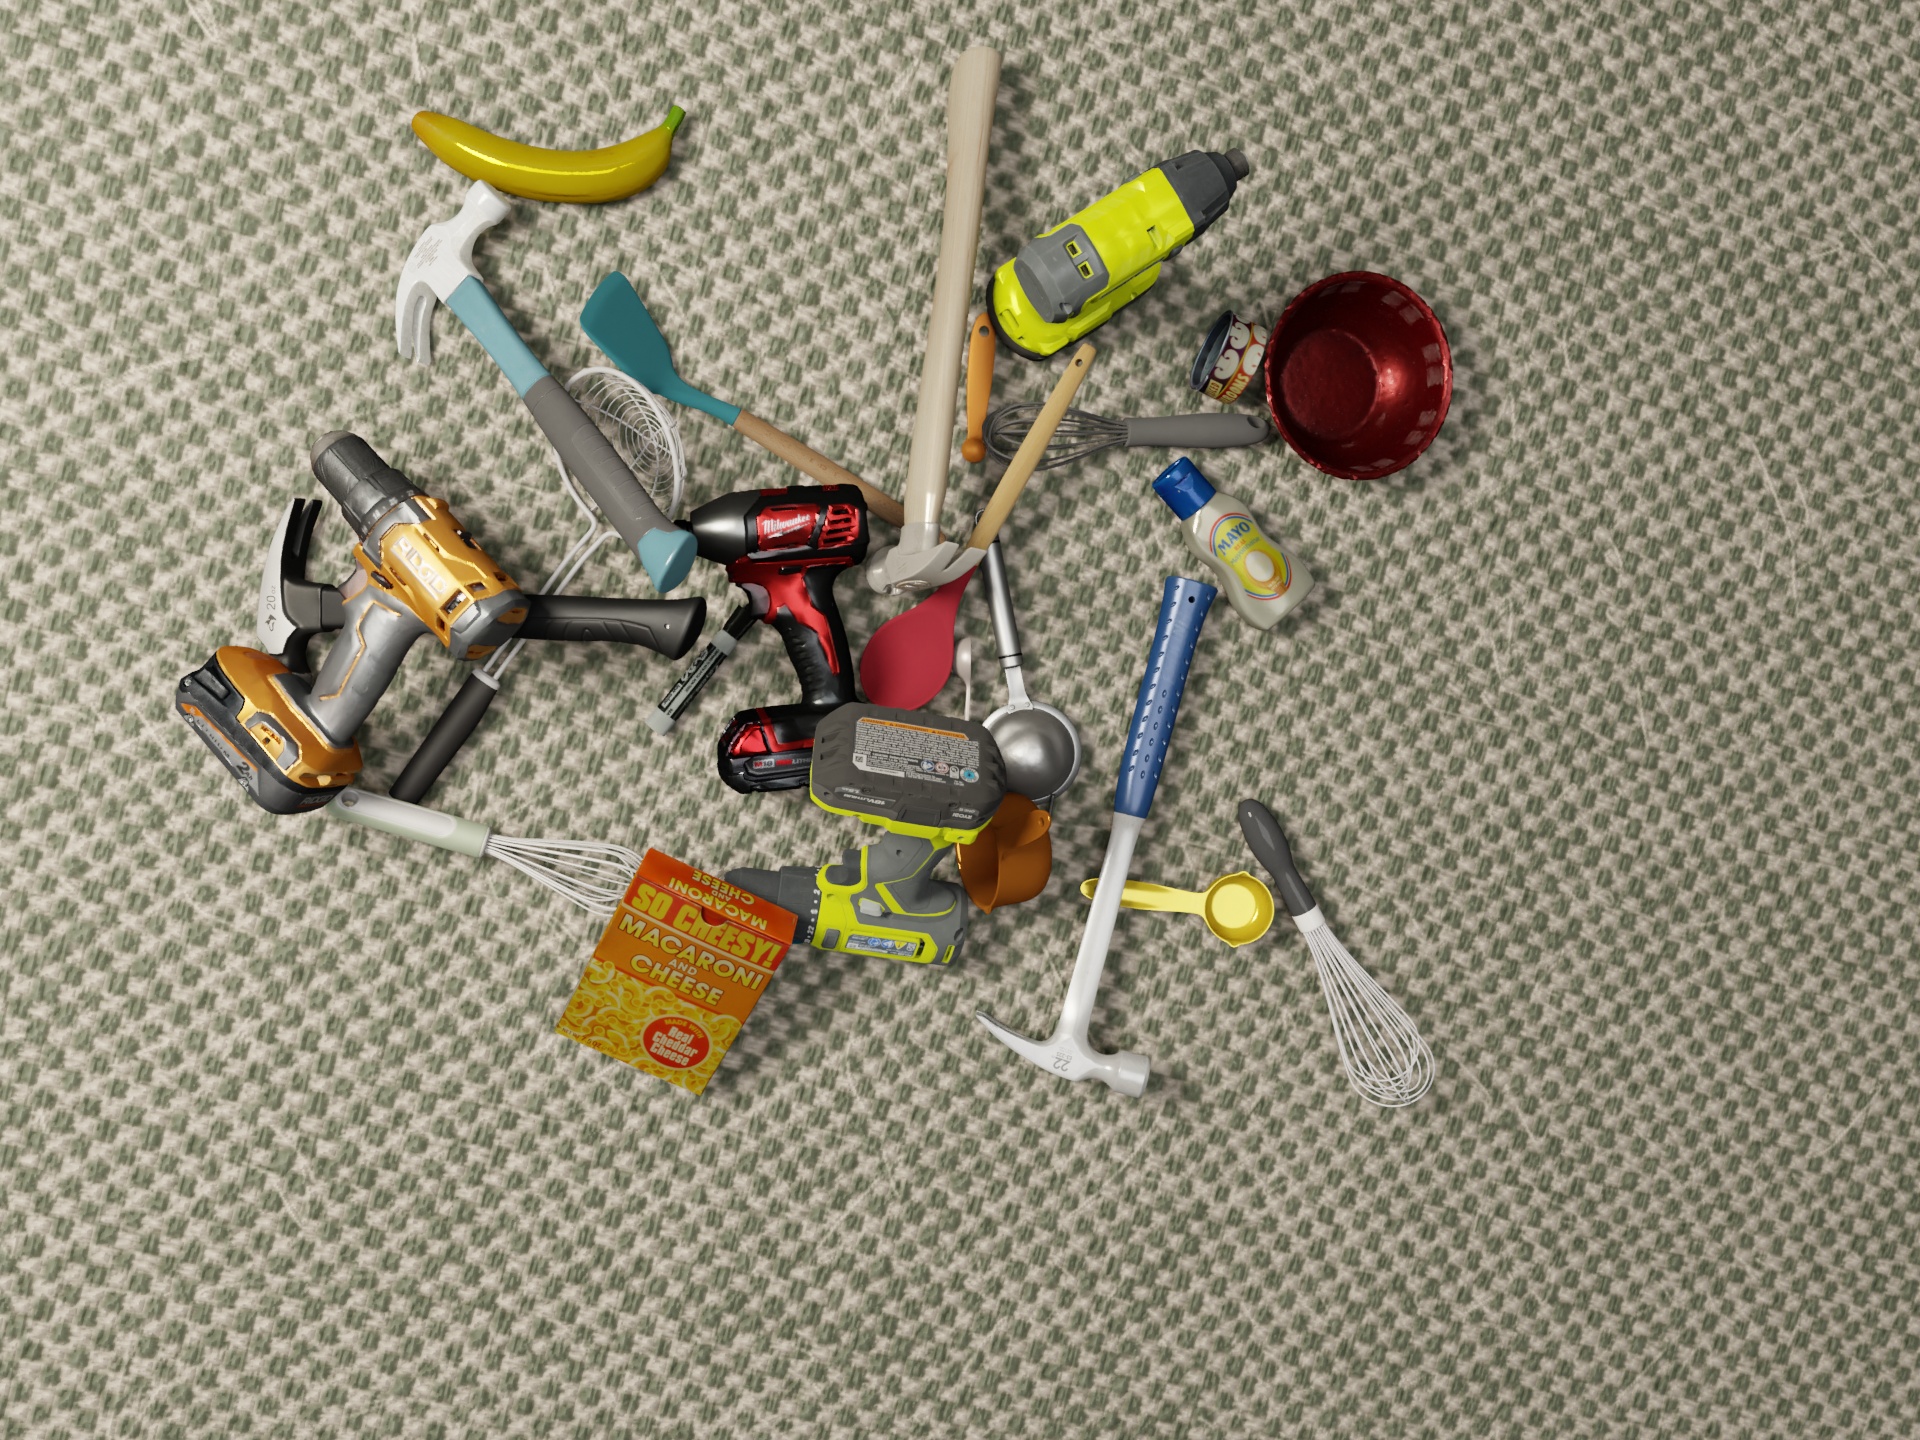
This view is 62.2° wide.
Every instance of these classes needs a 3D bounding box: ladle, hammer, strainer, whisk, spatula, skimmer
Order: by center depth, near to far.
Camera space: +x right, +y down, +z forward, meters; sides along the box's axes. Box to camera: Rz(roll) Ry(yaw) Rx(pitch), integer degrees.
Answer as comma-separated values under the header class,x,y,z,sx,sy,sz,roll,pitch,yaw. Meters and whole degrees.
class,x,y,z,sx,sy,sz,roll,pitch,yaw
hammer,-0.288,-0.224,1.118,0.128,0.033,0.331,-42,75,13
hammer,-0.341,-0.081,1.128,0.335,0.035,0.146,3,95,11
skimmer,-0.325,-0.086,1.158,0.127,0.090,0.363,35,89,18
hammer,-0.004,-0.300,1.170,0.038,0.146,0.411,10,83,-24
whisk,-0.344,0.092,1.175,0.246,0.059,0.058,18,57,-15
spatula,-0.142,-0.221,1.200,0.317,0.082,0.044,30,132,-13
ladle,0.018,-0.144,1.209,0.069,0.031,0.315,32,102,9
whisk,0.132,-0.224,1.246,0.239,0.055,0.055,-4,94,-13
strainer,0.040,-0.039,1.247,0.087,0.050,0.258,-11,92,0
hammer,0.126,0.084,1.261,0.144,0.035,0.405,15,89,2
whisk,0.298,0.190,1.295,0.070,0.070,0.284,-30,92,-6

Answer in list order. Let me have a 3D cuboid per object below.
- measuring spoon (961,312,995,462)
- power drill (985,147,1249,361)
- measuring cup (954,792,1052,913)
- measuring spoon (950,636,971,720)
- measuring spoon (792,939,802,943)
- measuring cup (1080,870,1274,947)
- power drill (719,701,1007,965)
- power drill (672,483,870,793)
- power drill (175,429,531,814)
class,x,y,z,sx,sy,sz,roll,pitch,yaw
measuring spoon,0.015,-0.260,1.241,0.021,0.011,0.117,4,93,-9
power drill,0.107,-0.336,1.144,0.171,0.223,0.080,-33,98,-6
measuring cup,0.050,0.088,1.190,0.052,0.173,0.095,-6,77,-24
measuring spoon,-0.002,-0.004,1.247,0.018,0.034,0.124,3,98,0
measuring spoon,-0.182,0.153,1.229,0.128,0.042,0.021,12,66,-17
measuring cup,0.175,0.145,1.291,0.156,0.029,0.062,8,90,2
power drill,-0.072,0.093,1.164,0.190,0.228,0.080,10,47,-10
power drill,-0.135,-0.063,1.180,0.143,0.079,0.219,-5,101,-12
power drill,-0.430,-0.070,1.091,0.226,0.084,0.185,-44,84,8
